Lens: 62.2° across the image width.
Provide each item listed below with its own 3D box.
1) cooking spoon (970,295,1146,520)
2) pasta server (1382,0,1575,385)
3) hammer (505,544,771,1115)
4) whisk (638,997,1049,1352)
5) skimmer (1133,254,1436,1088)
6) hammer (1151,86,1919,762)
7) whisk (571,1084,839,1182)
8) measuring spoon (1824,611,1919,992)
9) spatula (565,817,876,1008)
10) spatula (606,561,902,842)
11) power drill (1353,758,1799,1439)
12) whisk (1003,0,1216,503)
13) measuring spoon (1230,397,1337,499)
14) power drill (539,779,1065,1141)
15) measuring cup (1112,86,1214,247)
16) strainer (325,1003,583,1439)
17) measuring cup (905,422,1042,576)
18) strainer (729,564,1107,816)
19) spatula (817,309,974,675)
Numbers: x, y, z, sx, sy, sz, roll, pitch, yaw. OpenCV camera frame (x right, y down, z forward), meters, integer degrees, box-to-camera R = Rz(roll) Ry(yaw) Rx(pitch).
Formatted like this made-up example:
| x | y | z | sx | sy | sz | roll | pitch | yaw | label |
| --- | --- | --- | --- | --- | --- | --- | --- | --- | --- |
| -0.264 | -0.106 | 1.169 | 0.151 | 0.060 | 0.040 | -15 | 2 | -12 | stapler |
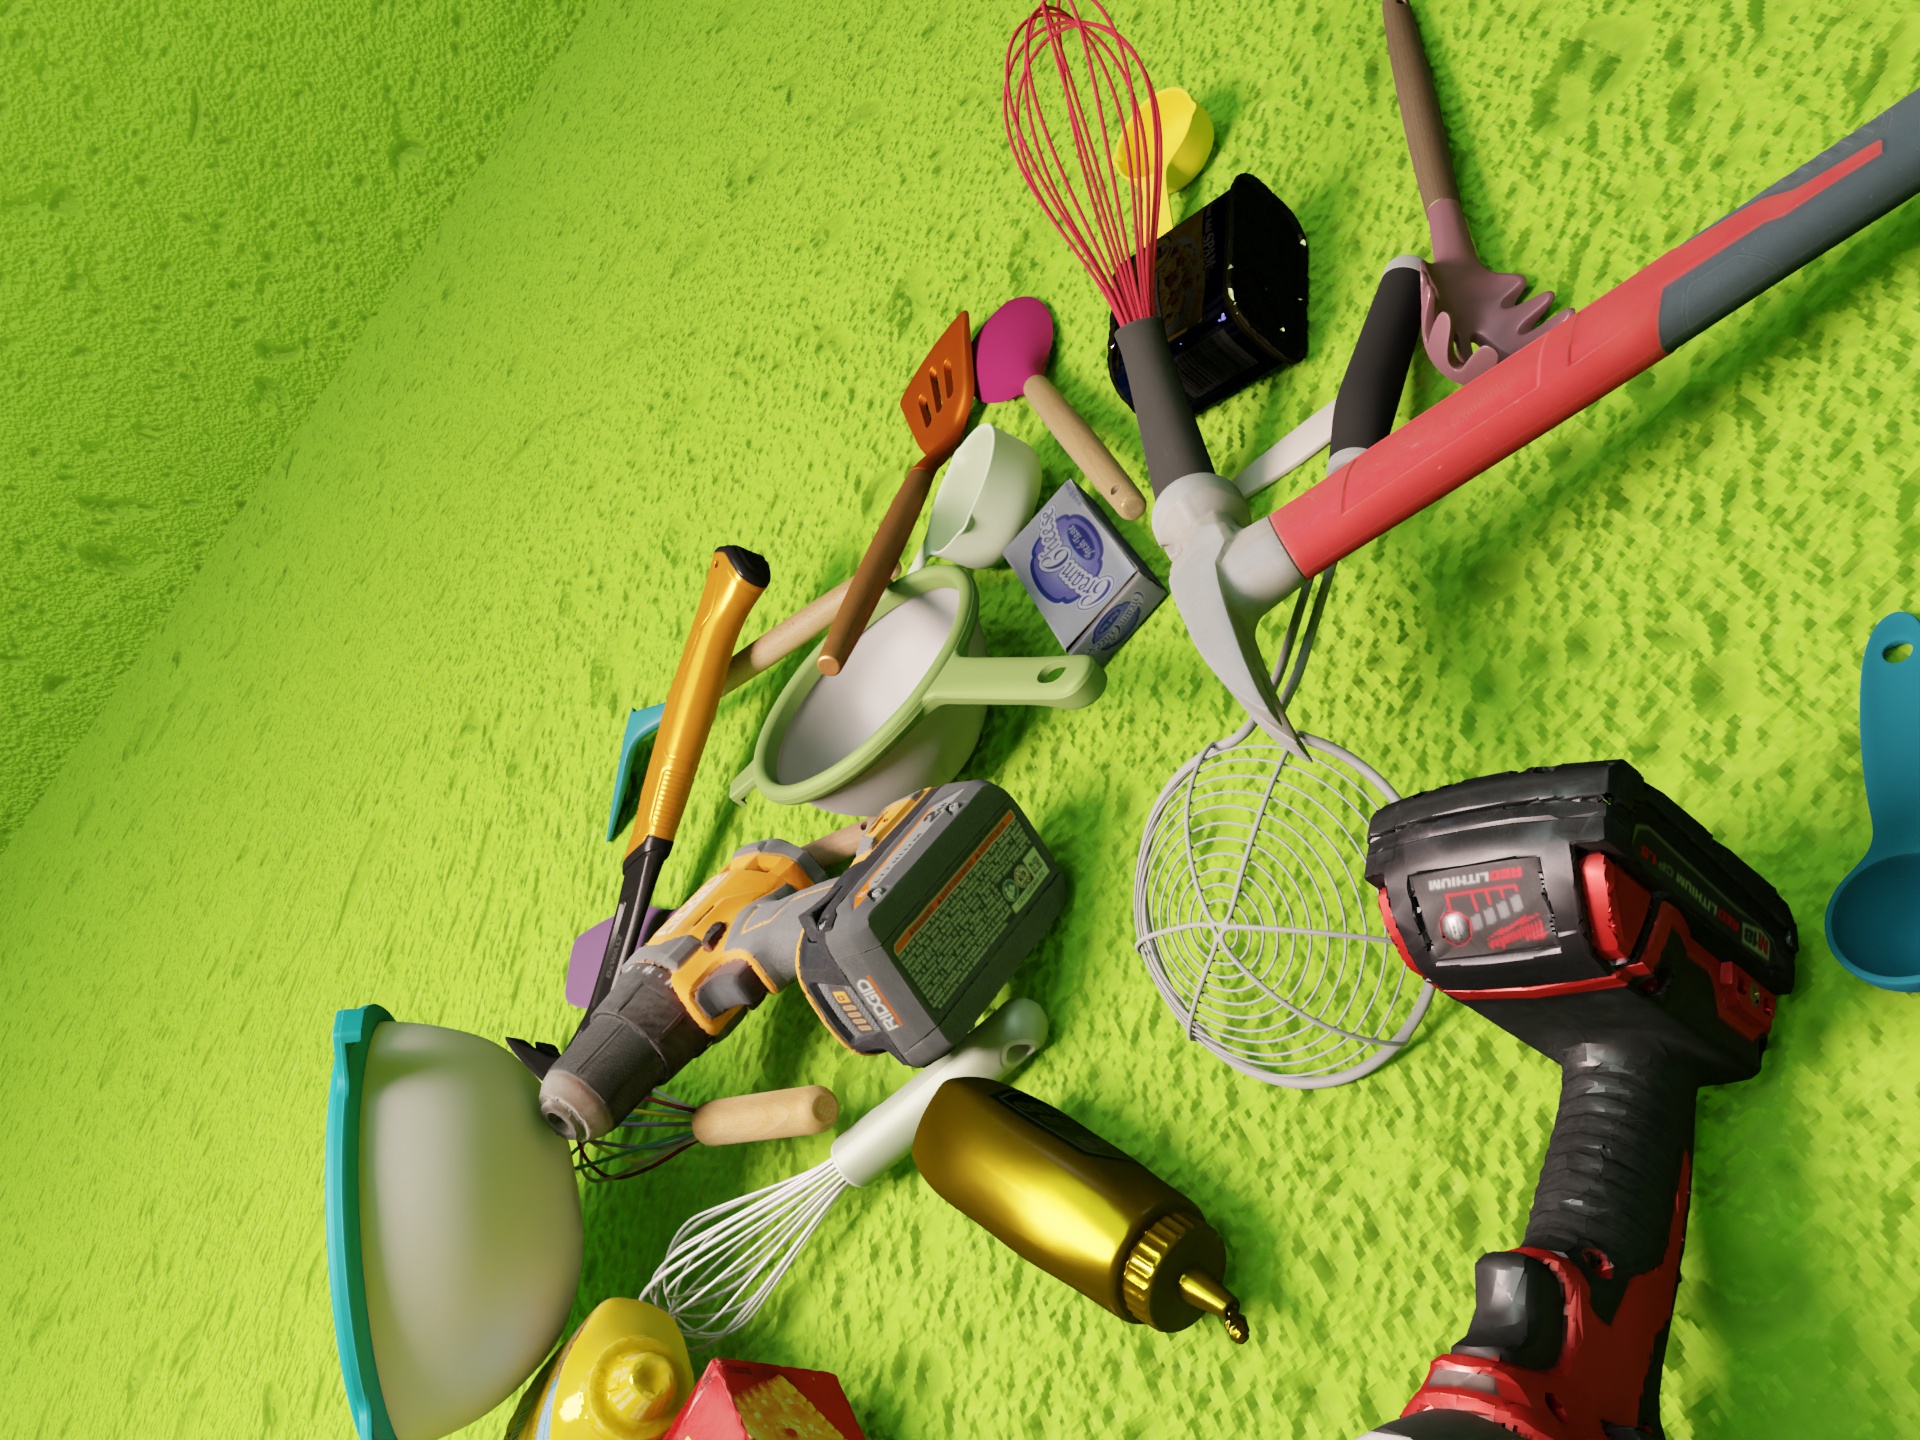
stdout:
| x | y | z | sx | sy | sz | roll | pitch | yaw | label |
| --- | --- | --- | --- | --- | --- | --- | --- | --- | --- |
| 0.048 | -0.174 | 0.867 | 0.068 | 0.017 | 0.319 | -49 | 28 | 15 | cooking spoon |
| 0.217 | -0.251 | 0.715 | 0.040 | 0.060 | 0.317 | 103 | 173 | -51 | pasta server |
| -0.182 | 0.057 | 0.946 | 0.127 | 0.034 | 0.337 | 9 | 80 | 51 | hammer |
| -0.054 | 0.201 | 0.707 | 0.246 | 0.057 | 0.059 | -42 | 45 | 16 | whisk |
| 0.157 | -0.038 | 0.636 | 0.127 | 0.090 | 0.363 | -10 | 47 | 43 | skimmer |
| 0.242 | -0.132 | 0.527 | 0.386 | 0.038 | 0.143 | -33 | 36 | 17 | hammer |
| -0.137 | 0.198 | 0.782 | 0.245 | 0.051 | 0.047 | -23 | 88 | 49 | whisk |
| 0.273 | 0.023 | 0.456 | 0.042 | 0.021 | 0.129 | -19 | 41 | 45 | measuring spoon |
| -0.143 | 0.109 | 0.917 | 0.316 | 0.018 | 0.060 | -28 | 49 | 39 | spatula |
| -0.142 | -0.020 | 0.994 | 0.317 | 0.044 | 0.082 | -30 | 44 | 35 | spatula |
| 0.152 | 0.129 | 0.412 | 0.078 | 0.143 | 0.220 | -18 | 49 | 48 | power drill |
| 0.077 | -0.200 | 0.733 | 0.073 | 0.073 | 0.296 | -20 | 82 | 43 | whisk |
| 0.137 | -0.120 | 0.733 | 0.124 | 0.018 | 0.034 | -36 | 40 | 30 | measuring spoon |
| -0.083 | 0.116 | 0.727 | 0.226 | 0.084 | 0.185 | -17 | 22 | 46 | power drill |
| 0.118 | -0.281 | 0.886 | 0.062 | 0.029 | 0.157 | -21 | 61 | 43 | measuring cup |
| -0.238 | 0.250 | 0.815 | 0.340 | 0.095 | 0.211 | 120 | 143 | -74 | strainer |
| -0.005 | -0.085 | 0.882 | 0.167 | 0.038 | 0.083 | -59 | 21 | 31 | measuring cup |
| -0.001 | -0.002 | 0.764 | 0.256 | 0.069 | 0.151 | 1 | 52 | 56 | strainer |
| -0.037 | -0.128 | 0.893 | 0.081 | 0.041 | 0.323 | -48 | 14 | 38 | spatula |
